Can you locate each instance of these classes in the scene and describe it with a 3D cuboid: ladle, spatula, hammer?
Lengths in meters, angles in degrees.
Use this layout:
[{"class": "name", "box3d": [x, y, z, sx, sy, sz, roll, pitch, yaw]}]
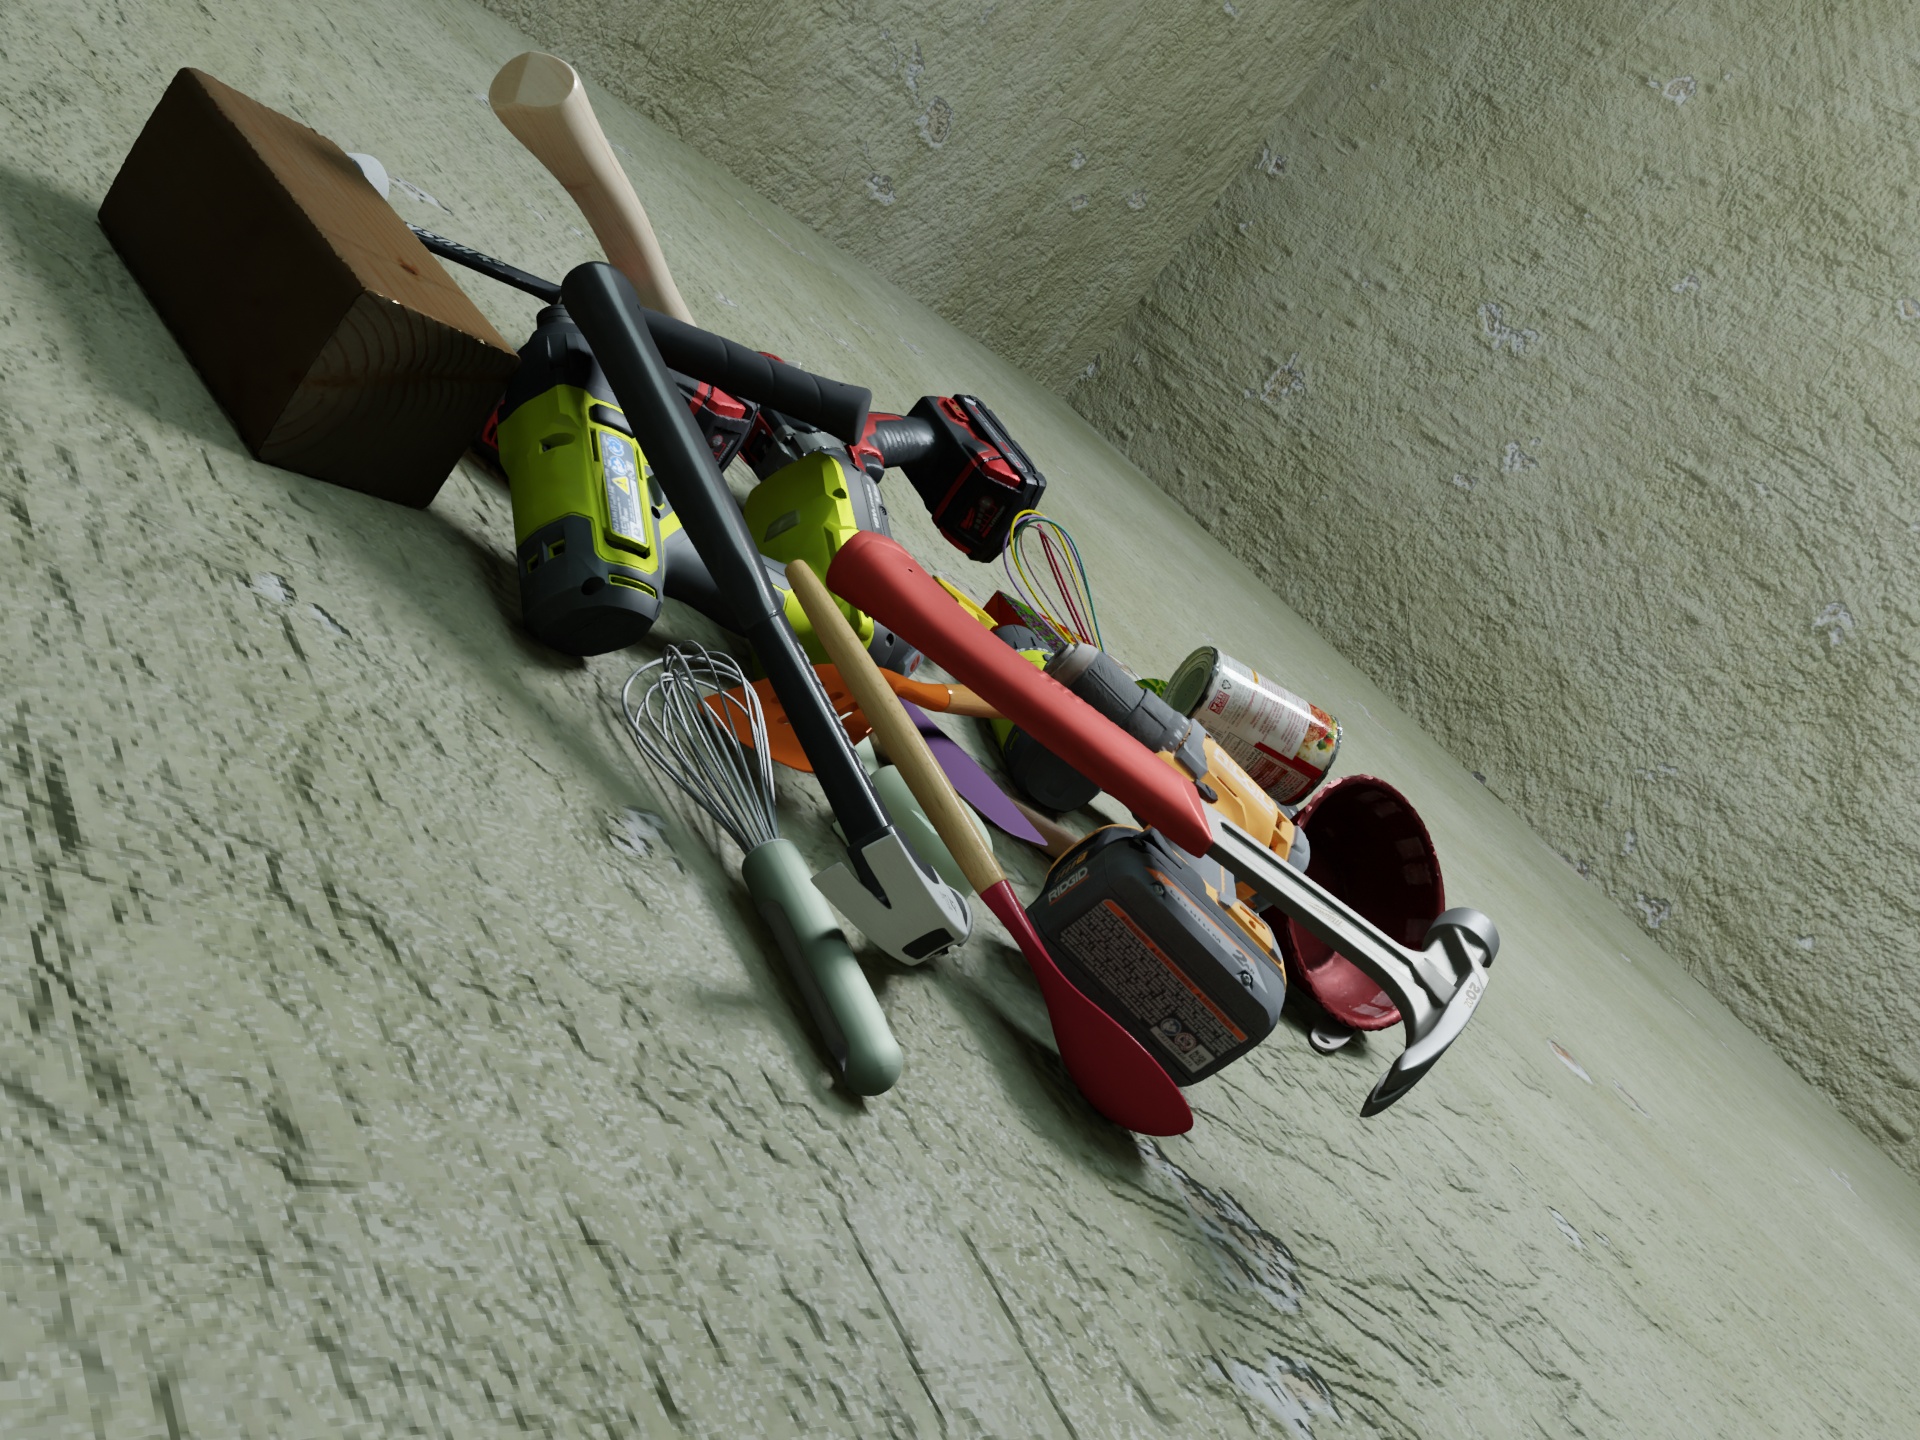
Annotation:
[{"class": "ladle", "box3d": [0.002, 0.052, 0.711, 0.316, 0.031, 0.069, 57, -20, 17]}, {"class": "spatula", "box3d": [-0.001, -0.003, 0.855, 0.081, 0.041, 0.322, 28, 14, 32]}, {"class": "hammer", "box3d": [0.074, 0.028, 0.725, 0.359, 0.036, 0.149, 37, 33, 17]}, {"class": "hammer", "box3d": [-0.193, -0.286, 0.982, 0.146, 0.038, 0.410, 13, -7, 2]}, {"class": "hammer", "box3d": [-0.231, -0.241, 0.892, 0.409, 0.036, 0.149, 24, 24, 13]}, {"class": "hammer", "box3d": [-0.089, -0.053, 0.667, 0.335, 0.035, 0.146, 62, 2, 14]}, {"class": "spatula", "box3d": [-0.054, -0.027, 0.909, 0.059, 0.018, 0.316, 23, 17, -48]}]

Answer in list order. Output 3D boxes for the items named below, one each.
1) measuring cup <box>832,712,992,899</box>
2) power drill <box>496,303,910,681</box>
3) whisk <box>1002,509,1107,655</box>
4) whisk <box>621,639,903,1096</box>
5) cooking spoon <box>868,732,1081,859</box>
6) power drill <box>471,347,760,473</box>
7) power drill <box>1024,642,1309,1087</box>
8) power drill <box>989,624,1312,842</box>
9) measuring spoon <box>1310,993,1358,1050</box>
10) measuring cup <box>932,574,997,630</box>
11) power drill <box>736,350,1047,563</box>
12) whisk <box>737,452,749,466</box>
[{"class": "measuring cup", "box3d": [-0.031, 0.029, 0.803, 0.083, 0.038, 0.168, 29, 20, -32]}, {"class": "power drill", "box3d": [-0.128, -0.101, 0.794, 0.223, 0.080, 0.171, 19, 53, -53]}, {"class": "whisk", "box3d": [0.101, -0.047, 1.161, 0.244, 0.051, 0.047, 60, 22, -19]}, {"class": "whisk", "box3d": [-0.080, 0.051, 0.638, 0.059, 0.057, 0.247, -11, 45, -24]}, {"class": "cooking spoon", "box3d": [0.076, 0.083, 0.935, 0.318, 0.017, 0.069, 31, 24, -25]}, {"class": "power drill", "box3d": [-0.193, -0.166, 0.928, 0.143, 0.078, 0.220, 35, 19, -9]}, {"class": "power drill", "box3d": [0.098, 0.060, 0.830, 0.185, 0.084, 0.226, 45, 27, -7]}, {"class": "power drill", "box3d": [0.114, 0.024, 1.086, 0.228, 0.080, 0.191, 29, 19, -23]}, {"class": "measuring spoon", "box3d": [0.242, 0.196, 1.013, 0.034, 0.018, 0.124, 33, 19, 23]}, {"class": "measuring cup", "box3d": [-0.003, -0.067, 1.140, 0.062, 0.029, 0.157, 37, 11, -10]}, {"class": "power drill", "box3d": [-0.046, -0.166, 1.100, 0.226, 0.080, 0.188, 2, 45, -46]}, {"class": "whisk", "box3d": [-0.099, -0.166, 1.175, 0.073, 0.073, 0.296, 14, 34, -56]}]
